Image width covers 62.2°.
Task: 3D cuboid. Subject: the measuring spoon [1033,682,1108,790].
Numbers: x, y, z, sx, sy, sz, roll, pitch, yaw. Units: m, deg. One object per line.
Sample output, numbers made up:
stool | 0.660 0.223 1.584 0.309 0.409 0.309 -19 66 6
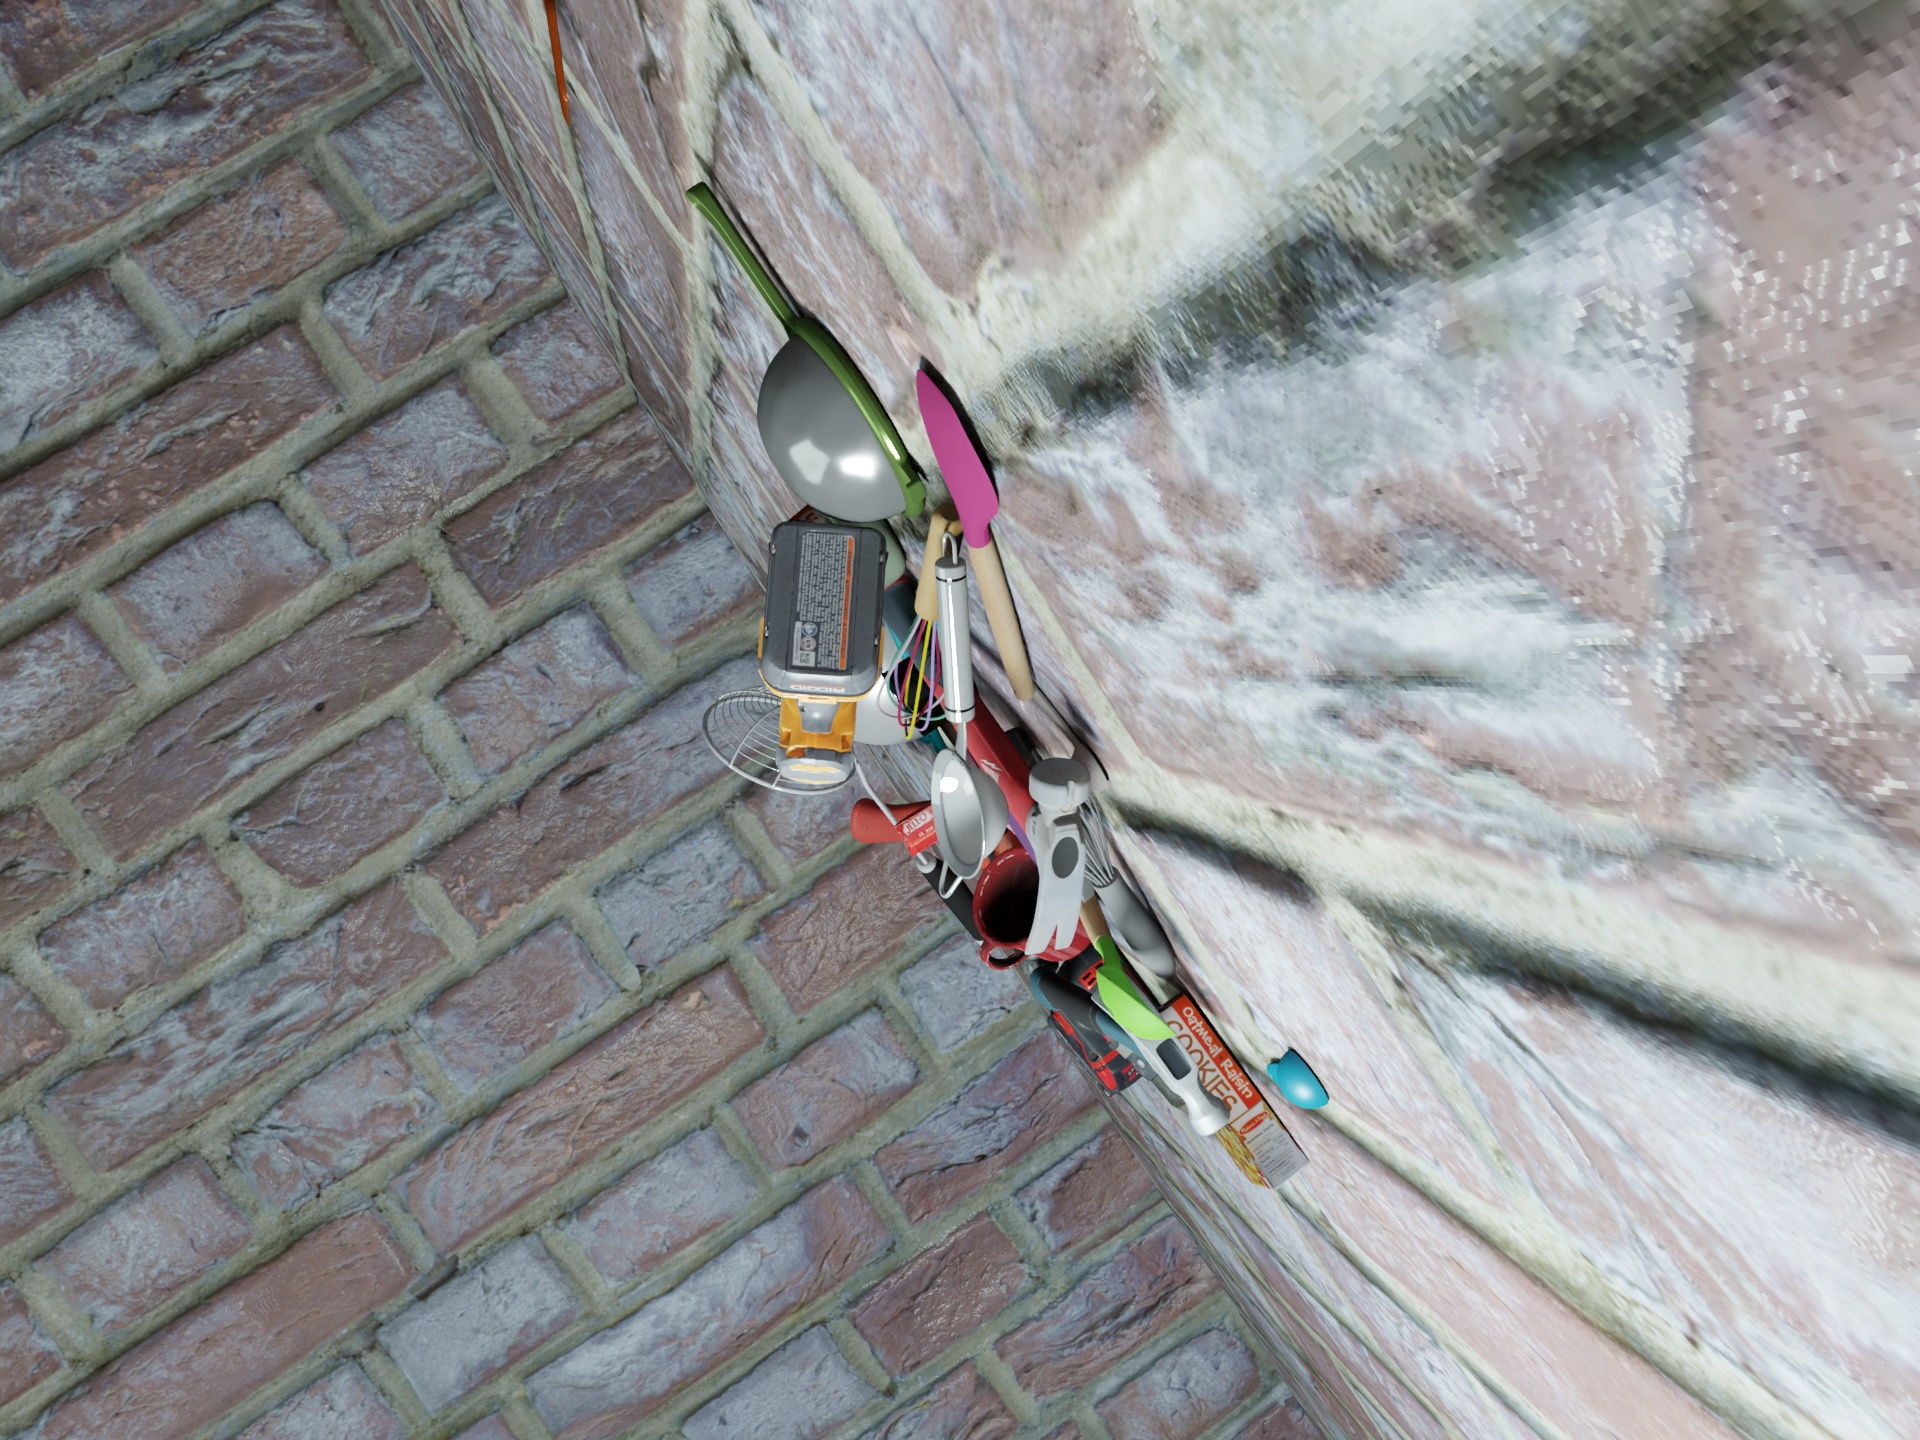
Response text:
measuring spoon | 0.060 0.003 1.081 0.124 0.018 0.034 53 173 29

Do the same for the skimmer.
skimmer | -0.083 0.099 1.360 0.362 0.090 0.127 54 -172 -38

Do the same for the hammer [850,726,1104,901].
hammer | -0.004 0.093 1.411 0.149 0.037 0.359 60 153 -9

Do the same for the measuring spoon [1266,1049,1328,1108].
measuring spoon | 0.220 0.248 1.088 0.042 0.021 0.128 55 172 9

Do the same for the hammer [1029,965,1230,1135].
hammer | 0.123 0.256 1.356 0.128 0.033 0.331 56 169 -9

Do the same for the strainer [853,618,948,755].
strainer | -0.081 -0.007 1.524 0.341 0.095 0.210 60 168 28

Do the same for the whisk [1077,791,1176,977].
whisk | 0.106 0.118 1.190 0.238 0.055 0.055 55 175 -33

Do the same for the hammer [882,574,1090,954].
hammer | 0.004 0.006 1.173 0.387 0.038 0.143 -123 30 -54

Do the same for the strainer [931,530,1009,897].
strainer | 0.003 0.000 1.002 0.087 0.050 0.258 -132 33 -53

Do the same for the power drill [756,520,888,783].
power drill | -0.099 -0.069 1.149 0.226 0.084 0.185 108 166 -71

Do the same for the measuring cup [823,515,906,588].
measuring cup | -0.089 -0.173 1.236 0.083 0.038 0.167 48 168 51

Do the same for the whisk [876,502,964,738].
whisk | -0.021 -0.059 1.049 0.051 0.047 0.244 27 149 7

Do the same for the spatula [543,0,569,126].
spatula | -0.350 -0.582 1.124 0.322 0.041 0.081 59 174 -14

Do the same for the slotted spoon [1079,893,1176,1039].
slotted spoon | 0.110 0.167 1.266 0.070 0.031 0.314 41 -170 -19

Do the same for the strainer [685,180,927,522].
strainer | -0.120 -0.228 1.044 0.256 0.069 0.151 56 174 -8

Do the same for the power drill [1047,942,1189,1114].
power drill | 0.168 0.319 1.591 0.188 0.080 0.226 49 168 14

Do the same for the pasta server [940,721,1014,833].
pasta server | 0.005 0.014 1.511 0.317 0.040 0.060 55 175 49

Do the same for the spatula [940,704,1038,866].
spatula | -0.002 -0.004 1.267 0.059 0.018 0.316 72 171 -52

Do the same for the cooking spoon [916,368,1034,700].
cooking spoon | 0.015 -0.093 0.942 0.069 0.017 0.318 54 173 30
